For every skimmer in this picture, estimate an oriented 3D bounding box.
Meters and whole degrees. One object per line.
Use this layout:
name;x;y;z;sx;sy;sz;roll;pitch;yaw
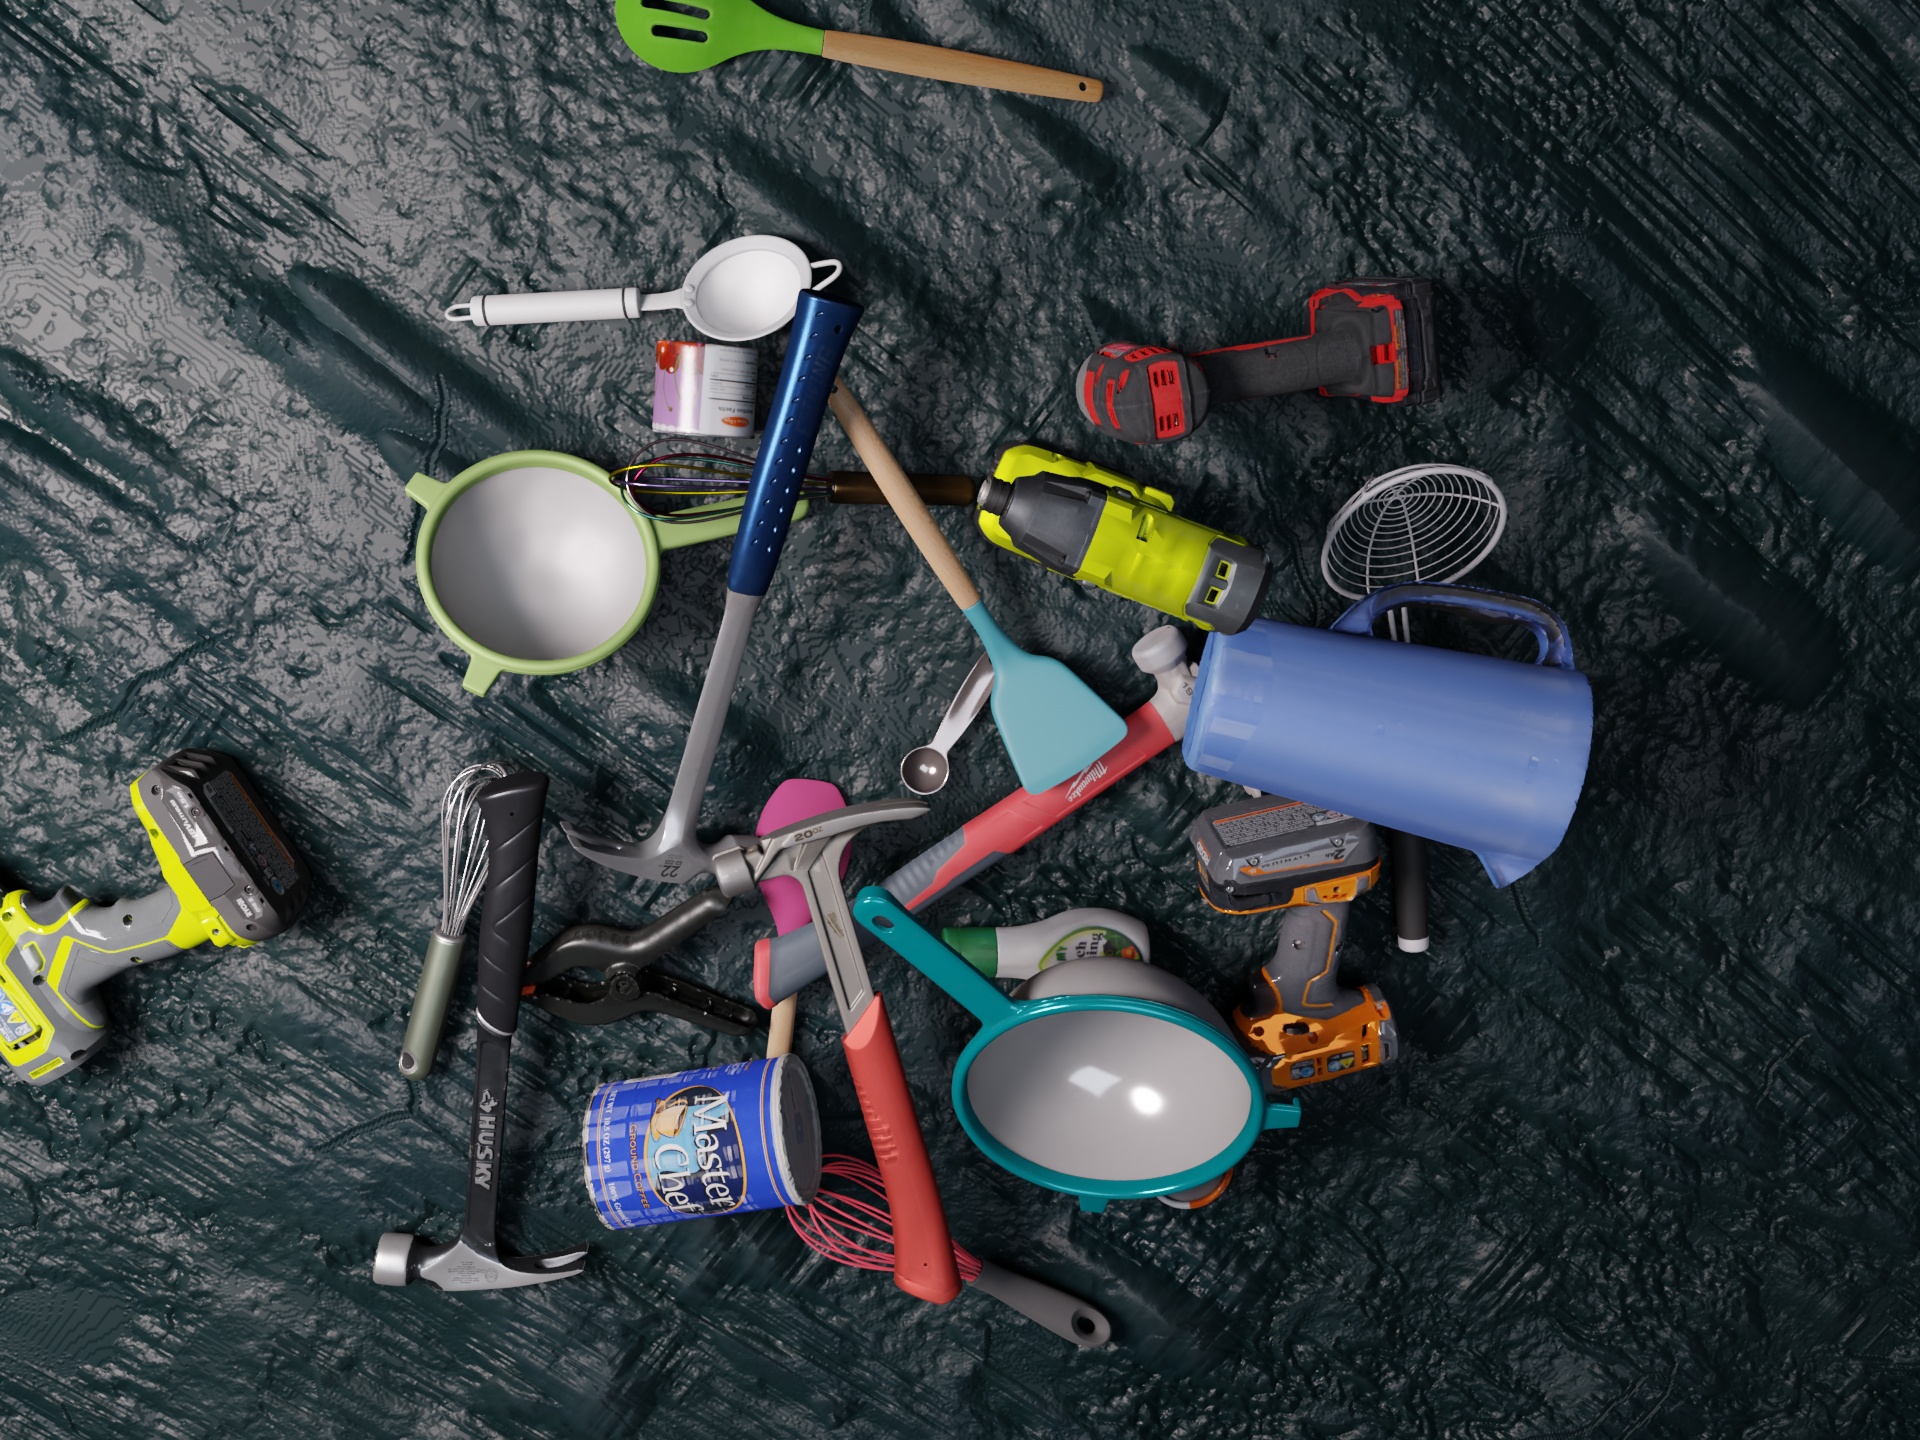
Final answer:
skimmer;0.321;0.001;1.114;0.127;0.090;0.363;-7;103;-5

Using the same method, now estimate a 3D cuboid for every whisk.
whisk;-0.105;-0.153;1.036;0.245;0.051;0.047;-1;141;-20
whisk;-0.005;0.404;1.189;0.295;0.073;0.073;32;98;-18
whisk;-0.350;0.140;1.099;0.058;0.059;0.246;26;106;26

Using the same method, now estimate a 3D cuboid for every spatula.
spatula;-0.003;-0.097;1.049;0.082;0.044;0.317;-33;110;2

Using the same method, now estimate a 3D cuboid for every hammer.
hammer;0.026;0.096;1.122;0.386;0.038;0.143;-34;105;-1
hammer;-0.144;-0.073;1.015;0.144;0.035;0.405;5;114;-34
hammer;-0.049;0.235;1.097;0.149;0.037;0.359;-16;102;-5
hammer;-0.316;0.225;1.095;0.149;0.036;0.408;8;110;-8

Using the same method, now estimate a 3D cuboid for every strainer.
strainer;-0.226;-0.108;1.051;0.256;0.069;0.151;-16;79;-20
strainer;-0.202;-0.269;1.023;0.258;0.050;0.087;-3;62;1
strainer;0.059;0.193;1.079;0.211;0.095;0.340;-35;116;30

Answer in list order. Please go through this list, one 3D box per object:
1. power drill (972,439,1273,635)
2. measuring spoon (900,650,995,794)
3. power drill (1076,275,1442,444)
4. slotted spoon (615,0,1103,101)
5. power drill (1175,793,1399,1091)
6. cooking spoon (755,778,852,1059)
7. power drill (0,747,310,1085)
power drill;0.082;-0.120;0.992;0.171;0.223;0.080;20;100;-10
measuring spoon;-0.002;-0.004;1.120;0.034;0.018;0.124;32;91;-10
power drill;0.185;-0.229;1.030;0.219;0.143;0.078;-13;108;-10
slotted spoon;-0.061;-0.428;1.010;0.313;0.031;0.070;7;102;-9
power drill;0.224;0.169;1.134;0.164;0.084;0.226;-13;117;-3
cooking spoon;-0.126;0.197;1.147;0.068;0.017;0.319;6;101;-7
power drill;-0.574;0.114;1.051;0.228;0.080;0.190;-28;104;3
